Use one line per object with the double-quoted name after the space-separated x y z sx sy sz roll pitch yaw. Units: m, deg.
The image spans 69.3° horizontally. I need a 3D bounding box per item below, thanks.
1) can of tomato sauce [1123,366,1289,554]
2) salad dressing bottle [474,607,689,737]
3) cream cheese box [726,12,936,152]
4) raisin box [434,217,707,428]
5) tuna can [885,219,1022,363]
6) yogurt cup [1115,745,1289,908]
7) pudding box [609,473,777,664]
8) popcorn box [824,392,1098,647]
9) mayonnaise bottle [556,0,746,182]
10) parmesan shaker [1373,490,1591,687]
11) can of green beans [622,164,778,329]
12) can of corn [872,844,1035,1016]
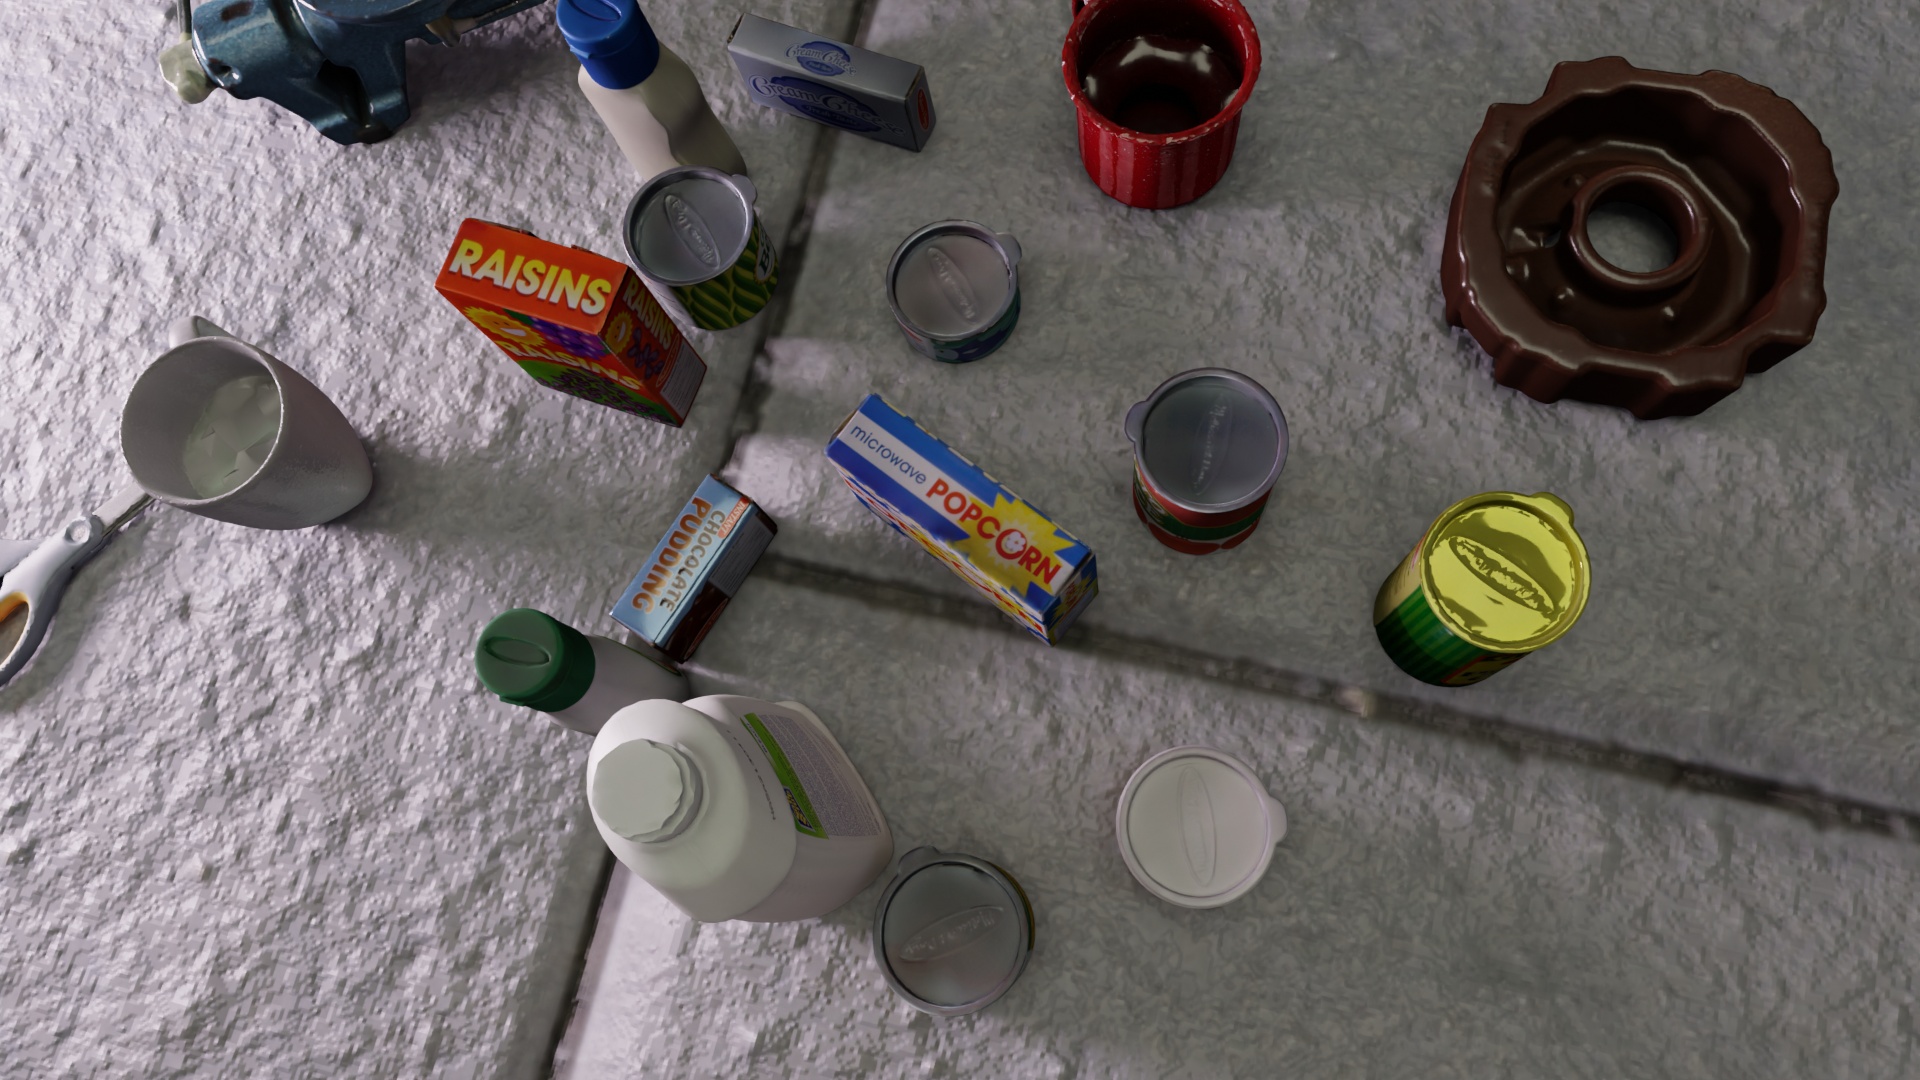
0.110 -0.034 0.639 0.071 0.083 0.071 -2 75 6 "can of tomato sauce"
-0.164 0.062 0.609 0.064 0.147 0.044 13 77 9 "salad dressing bottle"
-0.067 -0.239 0.728 0.104 0.053 0.024 20 79 11 "cream cheese box"
-0.182 -0.102 0.668 0.086 0.123 0.040 18 78 11 "raisin box"
-0.001 -0.127 0.702 0.071 0.032 0.071 -2 75 6 "tuna can"
0.103 0.127 0.611 0.072 0.054 0.072 -2 75 6 "yogurt cup"
-0.127 0.015 0.669 0.030 0.049 0.084 31 81 13 "pudding box"
0.002 -0.008 0.642 0.127 0.085 0.038 37 82 14 "popcorn box"
-0.153 -0.217 0.683 0.065 0.147 0.041 27 80 12 "mayonnaise bottle"
0.224 0.023 0.601 0.071 0.103 0.071 -2 75 6 "parmesan shaker"
-0.131 -0.148 0.709 0.071 0.057 0.071 -2 75 6 "can of green beans"
-0.002 0.169 0.609 0.071 0.058 0.071 -2 75 6 "can of corn"
